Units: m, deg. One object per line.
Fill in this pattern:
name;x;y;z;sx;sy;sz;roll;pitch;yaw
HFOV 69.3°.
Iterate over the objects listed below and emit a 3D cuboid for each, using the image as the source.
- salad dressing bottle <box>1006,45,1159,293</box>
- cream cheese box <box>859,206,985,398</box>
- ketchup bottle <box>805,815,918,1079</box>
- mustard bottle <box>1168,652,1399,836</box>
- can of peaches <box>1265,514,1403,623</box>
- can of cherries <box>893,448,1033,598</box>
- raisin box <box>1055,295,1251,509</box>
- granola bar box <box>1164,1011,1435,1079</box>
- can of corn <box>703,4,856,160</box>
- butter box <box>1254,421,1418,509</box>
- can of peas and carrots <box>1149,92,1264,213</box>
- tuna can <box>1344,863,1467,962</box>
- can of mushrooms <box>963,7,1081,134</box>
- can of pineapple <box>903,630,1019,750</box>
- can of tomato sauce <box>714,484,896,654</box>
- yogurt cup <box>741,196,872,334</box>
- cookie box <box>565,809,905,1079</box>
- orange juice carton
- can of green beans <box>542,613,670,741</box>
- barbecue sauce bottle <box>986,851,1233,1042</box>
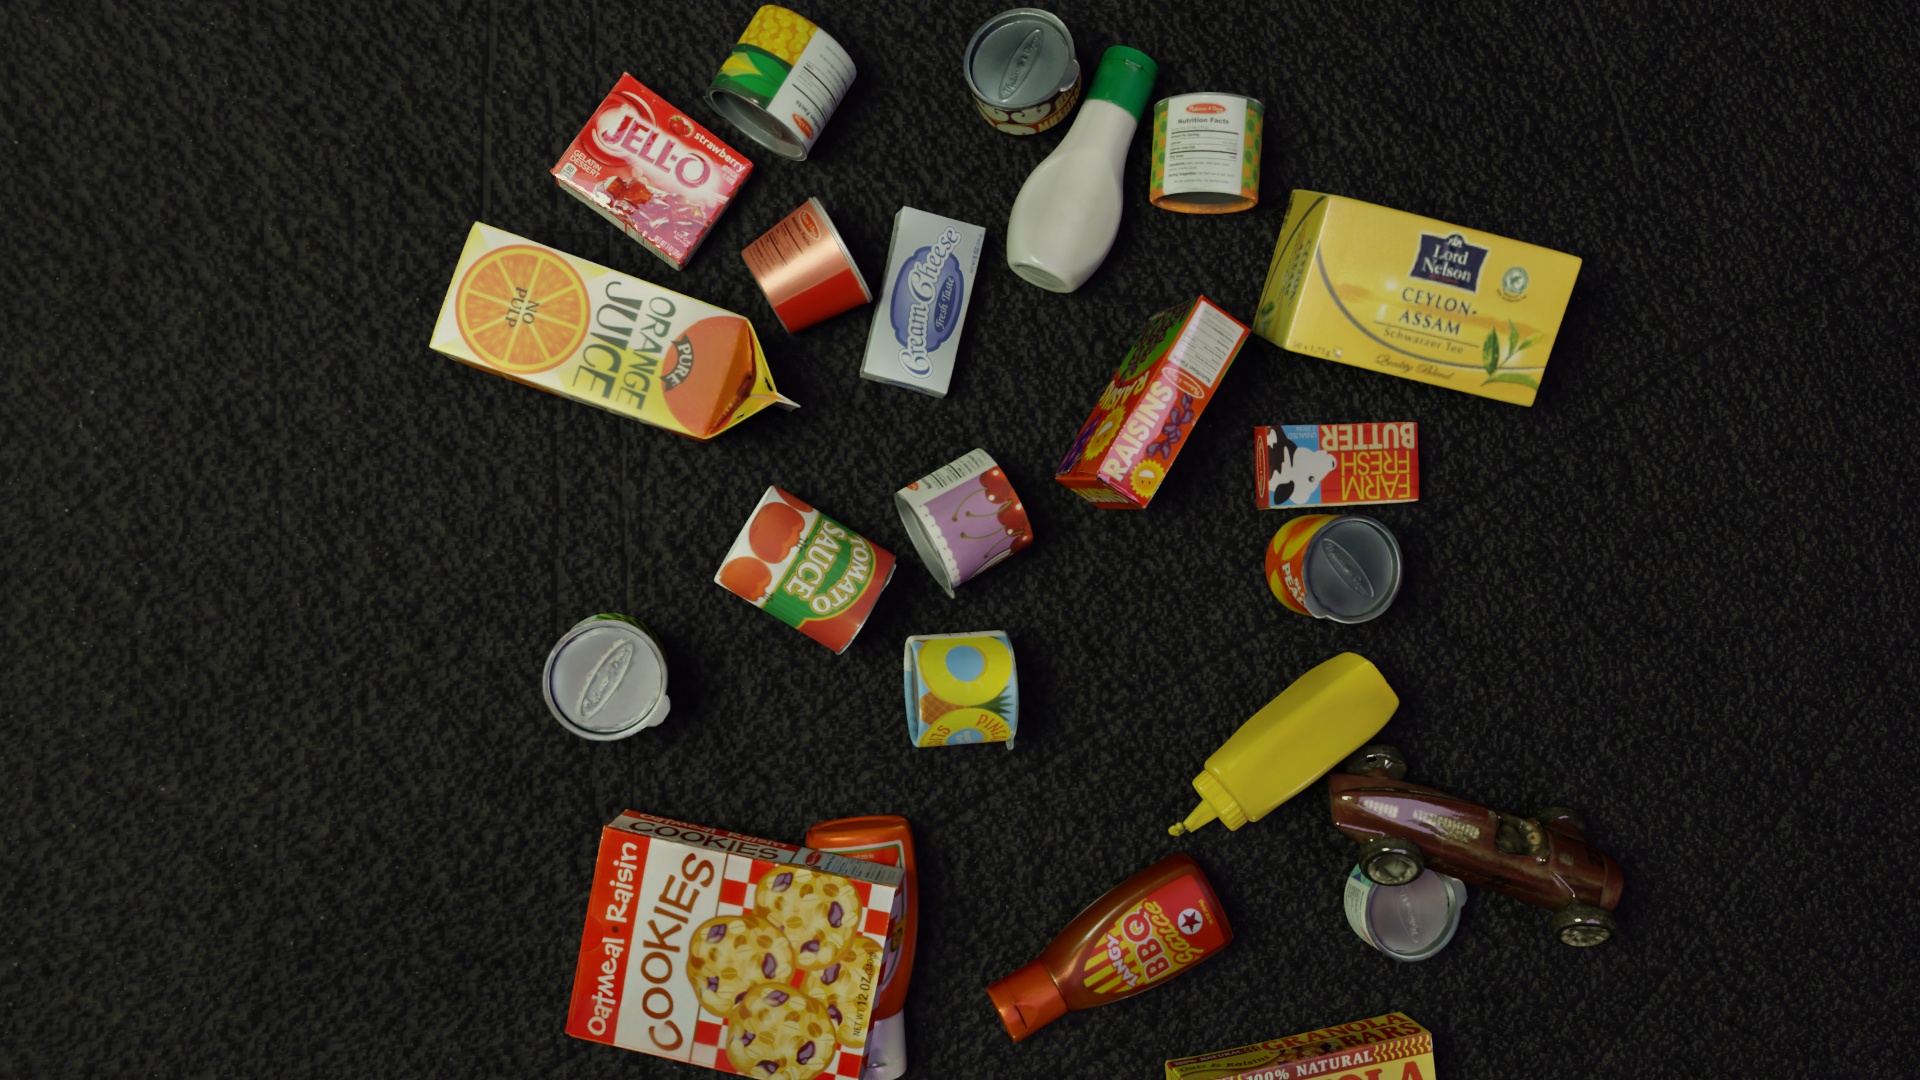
salad dressing bottle;0.077;-0.224;0.839;0.064;0.044;0.147;24;85;-4
cream cheese box;-0.023;-0.142;0.829;0.053;0.024;0.104;13;88;-10
ketchup bottle;-0.055;0.239;0.817;0.065;0.043;0.148;-4;92;-5
mustard bottle;0.193;0.133;0.857;0.160;0.065;0.049;-38;92;-3
can of peaches;0.229;0.018;0.863;0.071;0.058;0.071;0;92;-11
can of cherries;0.003;-0.010;0.815;0.058;0.071;0.071;-29;96;-10
raisin box;0.111;-0.079;0.825;0.040;0.086;0.123;32;85;-12
granola bar box;0.218;0.378;0.875;0.166;0.039;0.124;-7;93;-11
can of corn;-0.103;-0.261;0.792;0.071;0.071;0.058;32;84;-10
butter box;0.239;-0.048;0.882;0.104;0.024;0.053;-3;92;-11
can of peas and carrots;0.150;-0.233;0.843;0.071;0.071;0.058;3;91;-11
tuna can;0.284;0.231;0.889;0.071;0.033;0.071;0;91;-11
can of mushrooms;0.039;-0.276;0.822;0.071;0.033;0.071;-3;76;12
can of pineapple;0.000;0.088;0.814;0.058;0.071;0.071;-3;91;-10
can of tomato sauce;-0.088;0.016;0.795;0.083;0.071;0.071;31;85;-9
yogurt cup;-0.089;-0.155;0.797;0.054;0.072;0.072;-30;96;-1
cookie box;-0.126;0.230;0.779;0.167;0.040;0.123;11;93;4
orange juice carton;-0.183;-0.105;0.774;0.193;0.072;0.073;19;88;-10
can of green beans;-0.198;0.075;0.780;0.071;0.058;0.071;0;91;-11
barbecue sauce bottle;0.089;0.252;0.846;0.149;0.043;0.065;-27;97;-9
